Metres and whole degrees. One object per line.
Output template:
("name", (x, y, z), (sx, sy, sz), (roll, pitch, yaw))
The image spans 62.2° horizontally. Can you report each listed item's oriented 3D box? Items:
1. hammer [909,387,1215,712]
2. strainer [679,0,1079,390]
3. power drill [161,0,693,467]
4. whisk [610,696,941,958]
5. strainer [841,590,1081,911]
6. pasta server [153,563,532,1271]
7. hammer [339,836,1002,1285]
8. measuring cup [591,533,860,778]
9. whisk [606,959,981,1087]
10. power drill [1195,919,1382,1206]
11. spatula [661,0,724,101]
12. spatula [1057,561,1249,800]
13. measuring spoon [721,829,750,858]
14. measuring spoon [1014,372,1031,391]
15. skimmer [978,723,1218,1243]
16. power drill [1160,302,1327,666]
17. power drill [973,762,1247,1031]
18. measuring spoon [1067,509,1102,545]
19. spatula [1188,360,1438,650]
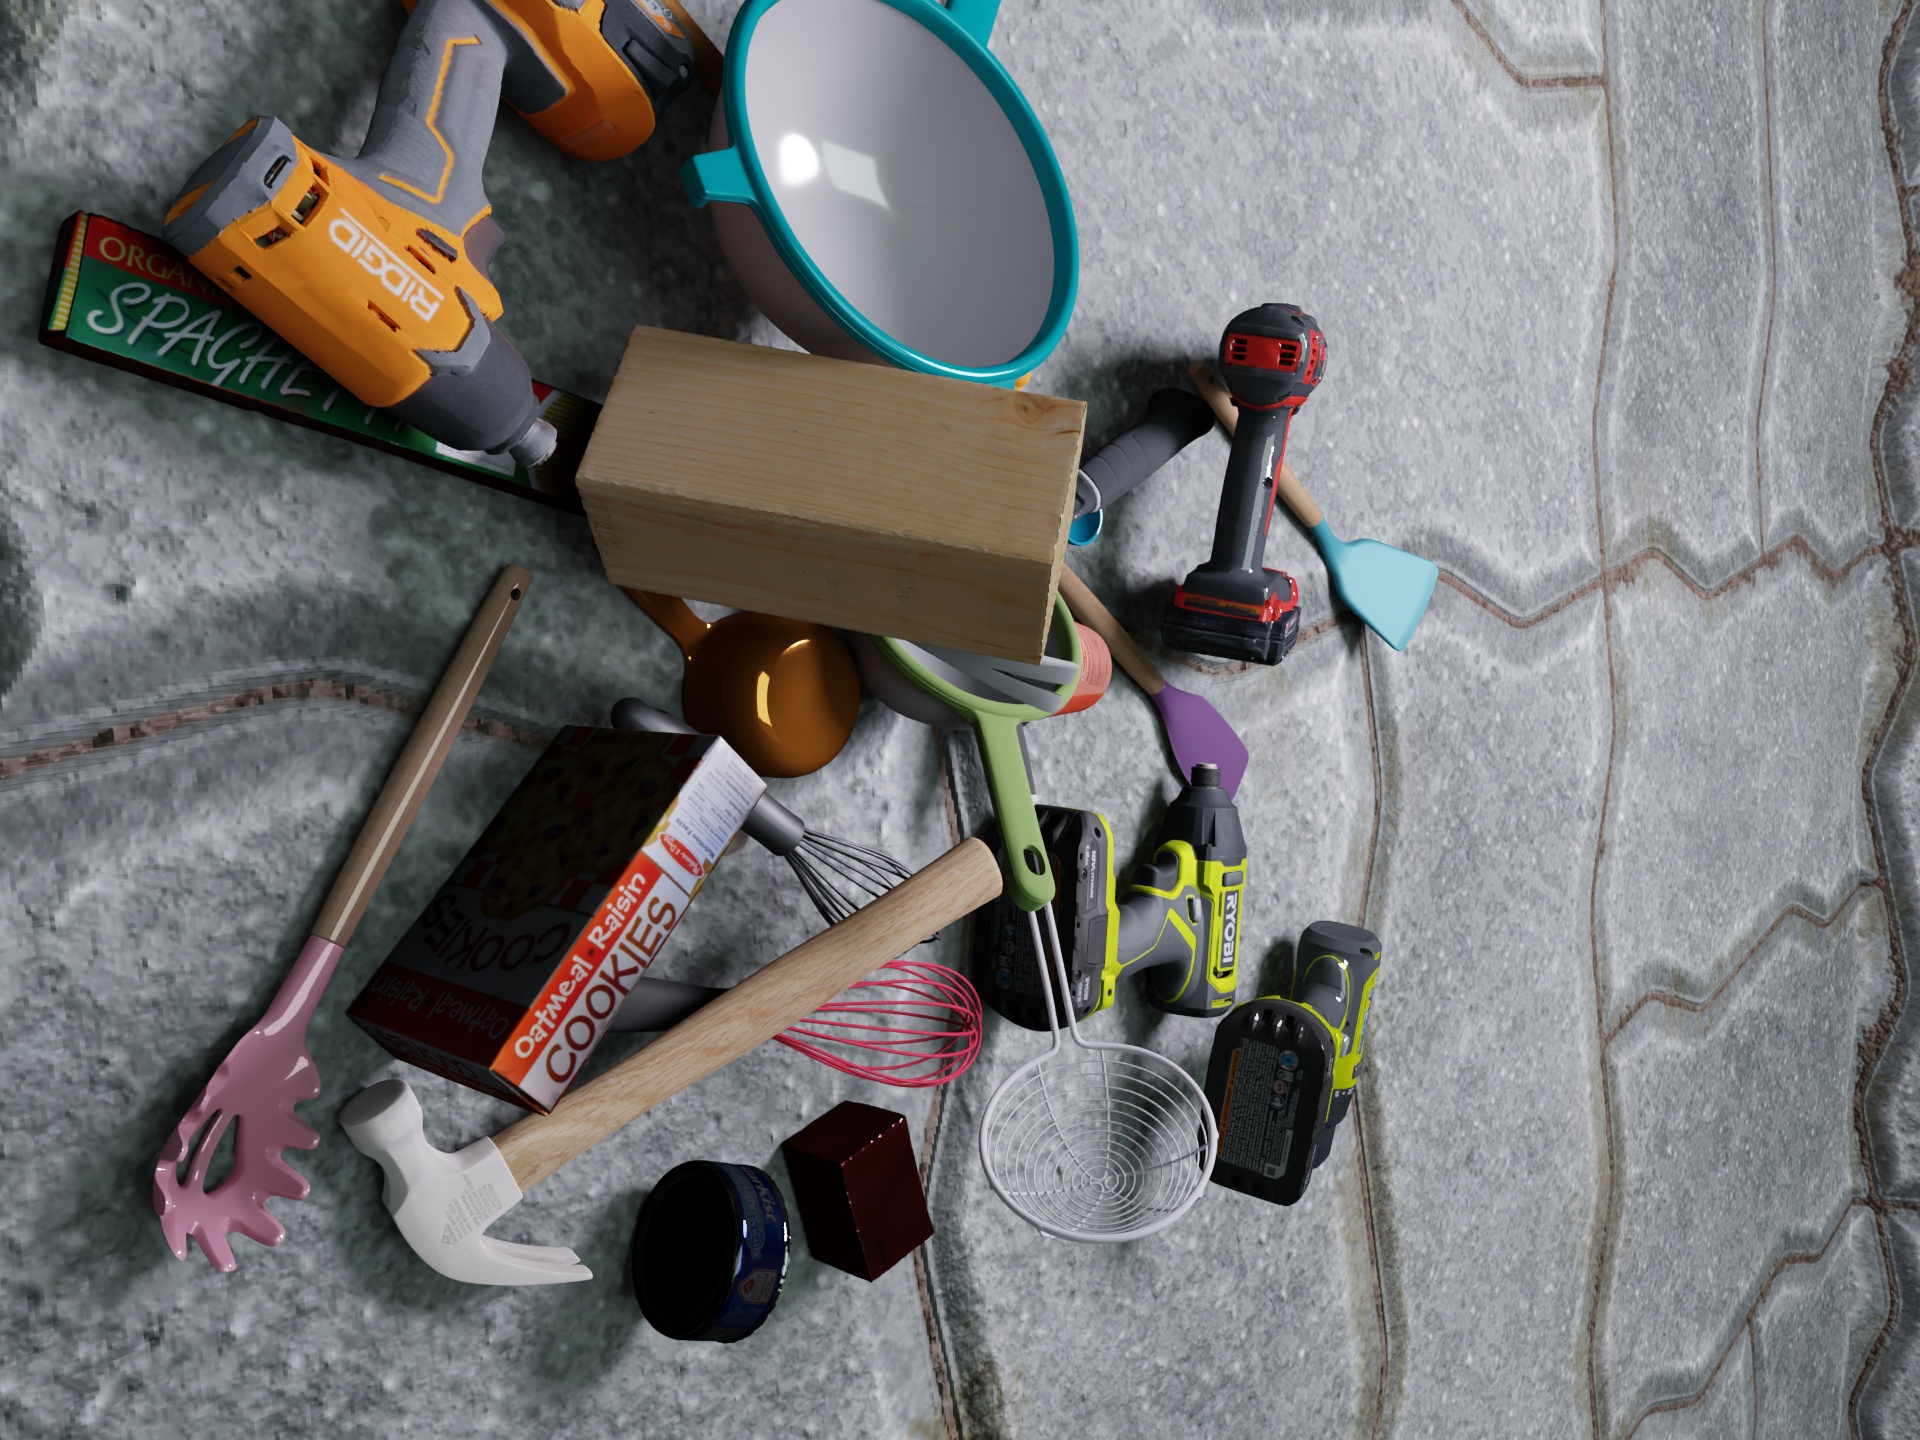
("hammer", (0.069, -0.125, 0.920), (0.409, 0.149, 0.036), (-42, 163, -53))
("strainer", (-0.034, -0.298, 0.803), (0.210, 0.095, 0.341), (34, 54, -30))
("power drill", (-0.198, -0.224, 0.659), (0.164, 0.084, 0.227), (43, 56, -37))
("whisk", (-0.090, 0.057, 0.815), (0.238, 0.055, 0.055), (42, 63, -36))
("strainer", (-0.001, -0.003, 0.849), (0.151, 0.069, 0.257), (11, 50, -33))
("pasta server", (-0.252, 0.070, 0.676), (0.060, 0.040, 0.316), (43, 62, -46))
("hammer", (-0.115, 0.153, 0.769), (0.331, 0.031, 0.130), (-30, 114, -24))
("measuring cup", (-0.115, -0.038, 0.799), (0.173, 0.052, 0.095), (50, 59, -38))
("whisk", (-0.101, 0.152, 0.828), (0.295, 0.073, 0.073), (13, 83, -39))
("power drill", (0.242, 0.259, 1.147), (0.228, 0.080, 0.190), (-11, 112, -64))
("spatula", (-0.094, -0.303, 0.812), (0.322, 0.041, 0.081), (44, 63, -38))
("spatula", (0.118, -0.035, 1.069), (0.315, 0.018, 0.060), (44, 63, -40))
("measuring spoon", (-0.155, 0.078, 0.799), (0.124, 0.018, 0.034), (-40, 124, -29))
("measuring spoon", (0.023, -0.163, 0.954), (0.021, 0.011, 0.117), (16, 88, -27))
("skimmer", (0.047, 0.100, 0.883), (0.127, 0.090, 0.363), (-11, 78, -4))
("power drill", (0.200, -0.162, 1.062), (0.188, 0.080, 0.226), (-31, 130, -69))
("power drill", (0.110, 0.113, 1.033), (0.223, 0.080, 0.171), (2, 92, -50))
("measuring spoon", (0.044, -0.161, 0.989), (0.128, 0.021, 0.042), (52, 56, -24))
("spatula", (0.263, -0.167, 1.194), (0.317, 0.044, 0.082), (39, 73, -39))
